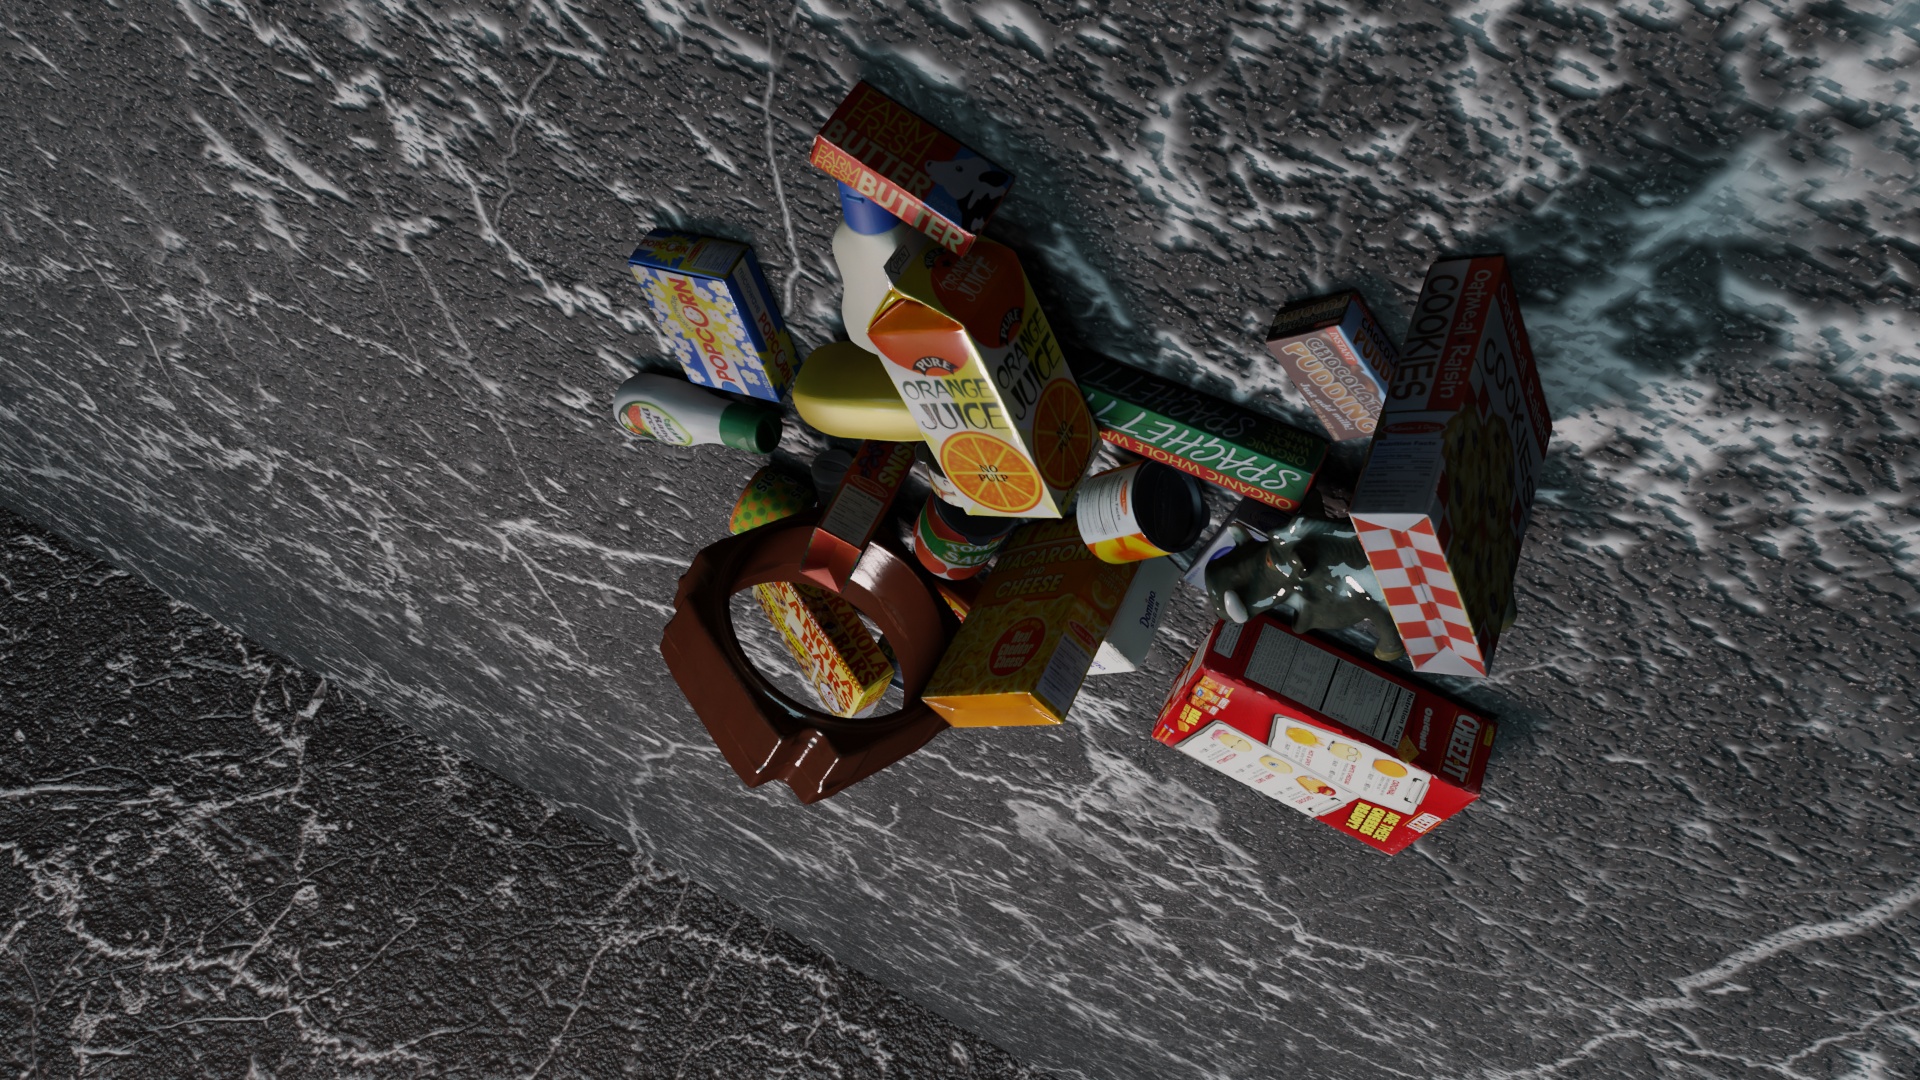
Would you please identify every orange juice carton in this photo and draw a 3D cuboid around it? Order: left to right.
[{"bbox_3d":[0.010,-0.105,0.827,0.073,0.072,0.192,2,137,36],"label":"orange juice carton"}]

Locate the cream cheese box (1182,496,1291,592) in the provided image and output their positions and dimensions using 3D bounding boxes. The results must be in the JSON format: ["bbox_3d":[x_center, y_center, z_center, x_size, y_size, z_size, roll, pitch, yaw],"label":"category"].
[{"bbox_3d":[0.196,0.012,0.955,0.053,0.024,0.103,28,152,2],"label":"cream cheese box"}]

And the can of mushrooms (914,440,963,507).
[{"bbox_3d":[0.005,-0.058,0.971,0.071,0.071,0.033,19,152,18],"label":"can of mushrooms"}]

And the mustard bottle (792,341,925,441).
[{"bbox_3d":[-0.035,-0.097,0.951,0.160,0.065,0.048,11,149,24],"label":"mustard bottle"}]

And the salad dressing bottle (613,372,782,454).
[{"bbox_3d":[-0.214,-0.101,1.132,0.148,0.044,0.064,13,147,28],"label":"salad dressing bottle"}]

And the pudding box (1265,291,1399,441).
[{"bbox_3d":[0.211,-0.094,0.760,0.049,0.030,0.083,-7,136,47],"label":"pudding box"}]

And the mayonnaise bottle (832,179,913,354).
[{"bbox_3d":[-0.048,-0.175,0.859,0.065,0.041,0.147,18,149,17],"label":"mayonnaise bottle"}]

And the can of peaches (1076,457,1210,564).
[{"bbox_3d":[0.122,-0.019,0.930,0.071,0.071,0.058,42,150,-22],"label":"can of peaches"}]

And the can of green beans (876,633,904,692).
[{"bbox_3d":[-0.045,0.104,1.299,0.071,0.058,0.071,23,152,13],"label":"can of green beans"}]

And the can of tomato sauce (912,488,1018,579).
[{"bbox_3d":[0.004,-0.013,1.047,0.071,0.071,0.082,30,153,0],"label":"can of tomato sauce"}]

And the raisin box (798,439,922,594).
[{"bbox_3d":[-0.070,-0.032,1.025,0.040,0.124,0.085,28,152,-1],"label":"raisin box"}]

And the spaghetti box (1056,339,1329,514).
[{"bbox_3d":[0.106,-0.084,0.877,0.250,0.029,0.050,23,152,13],"label":"spaghetti box"}]

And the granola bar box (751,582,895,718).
[{"bbox_3d":[-0.129,0.083,1.288,0.166,0.039,0.123,55,156,13],"label":"granola bar box"}]

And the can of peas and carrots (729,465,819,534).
[{"bbox_3d":[-0.154,-0.025,1.183,0.059,0.071,0.070,27,152,5],"label":"can of peas and carrots"}]

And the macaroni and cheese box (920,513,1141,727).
[{"bbox_3d":[0.056,0.055,1.006,0.040,0.167,0.123,44,148,-25],"label":"macaroni and cheese box"}]

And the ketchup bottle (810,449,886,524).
[{"bbox_3d":[-0.093,-0.017,1.158,0.065,0.044,0.148,16,149,17],"label":"ketchup bottle"}]

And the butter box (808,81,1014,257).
[{"bbox_3d":[-0.027,-0.206,0.771,0.103,0.053,0.024,31,150,-4],"label":"butter box"}]

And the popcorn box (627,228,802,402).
[{"bbox_3d":[-0.175,-0.161,1.001,0.085,0.038,0.126,14,149,24],"label":"popcorn box"}]

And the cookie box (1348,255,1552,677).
[{"bbox_3d":[0.242,-0.037,0.677,0.040,0.168,0.122,1,141,37],"label":"cookie box"}]

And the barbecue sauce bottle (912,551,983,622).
[{"bbox_3d":[0.012,0.066,1.198,0.148,0.044,0.064,40,149,-21],"label":"barbecue sauce bottle"}]
